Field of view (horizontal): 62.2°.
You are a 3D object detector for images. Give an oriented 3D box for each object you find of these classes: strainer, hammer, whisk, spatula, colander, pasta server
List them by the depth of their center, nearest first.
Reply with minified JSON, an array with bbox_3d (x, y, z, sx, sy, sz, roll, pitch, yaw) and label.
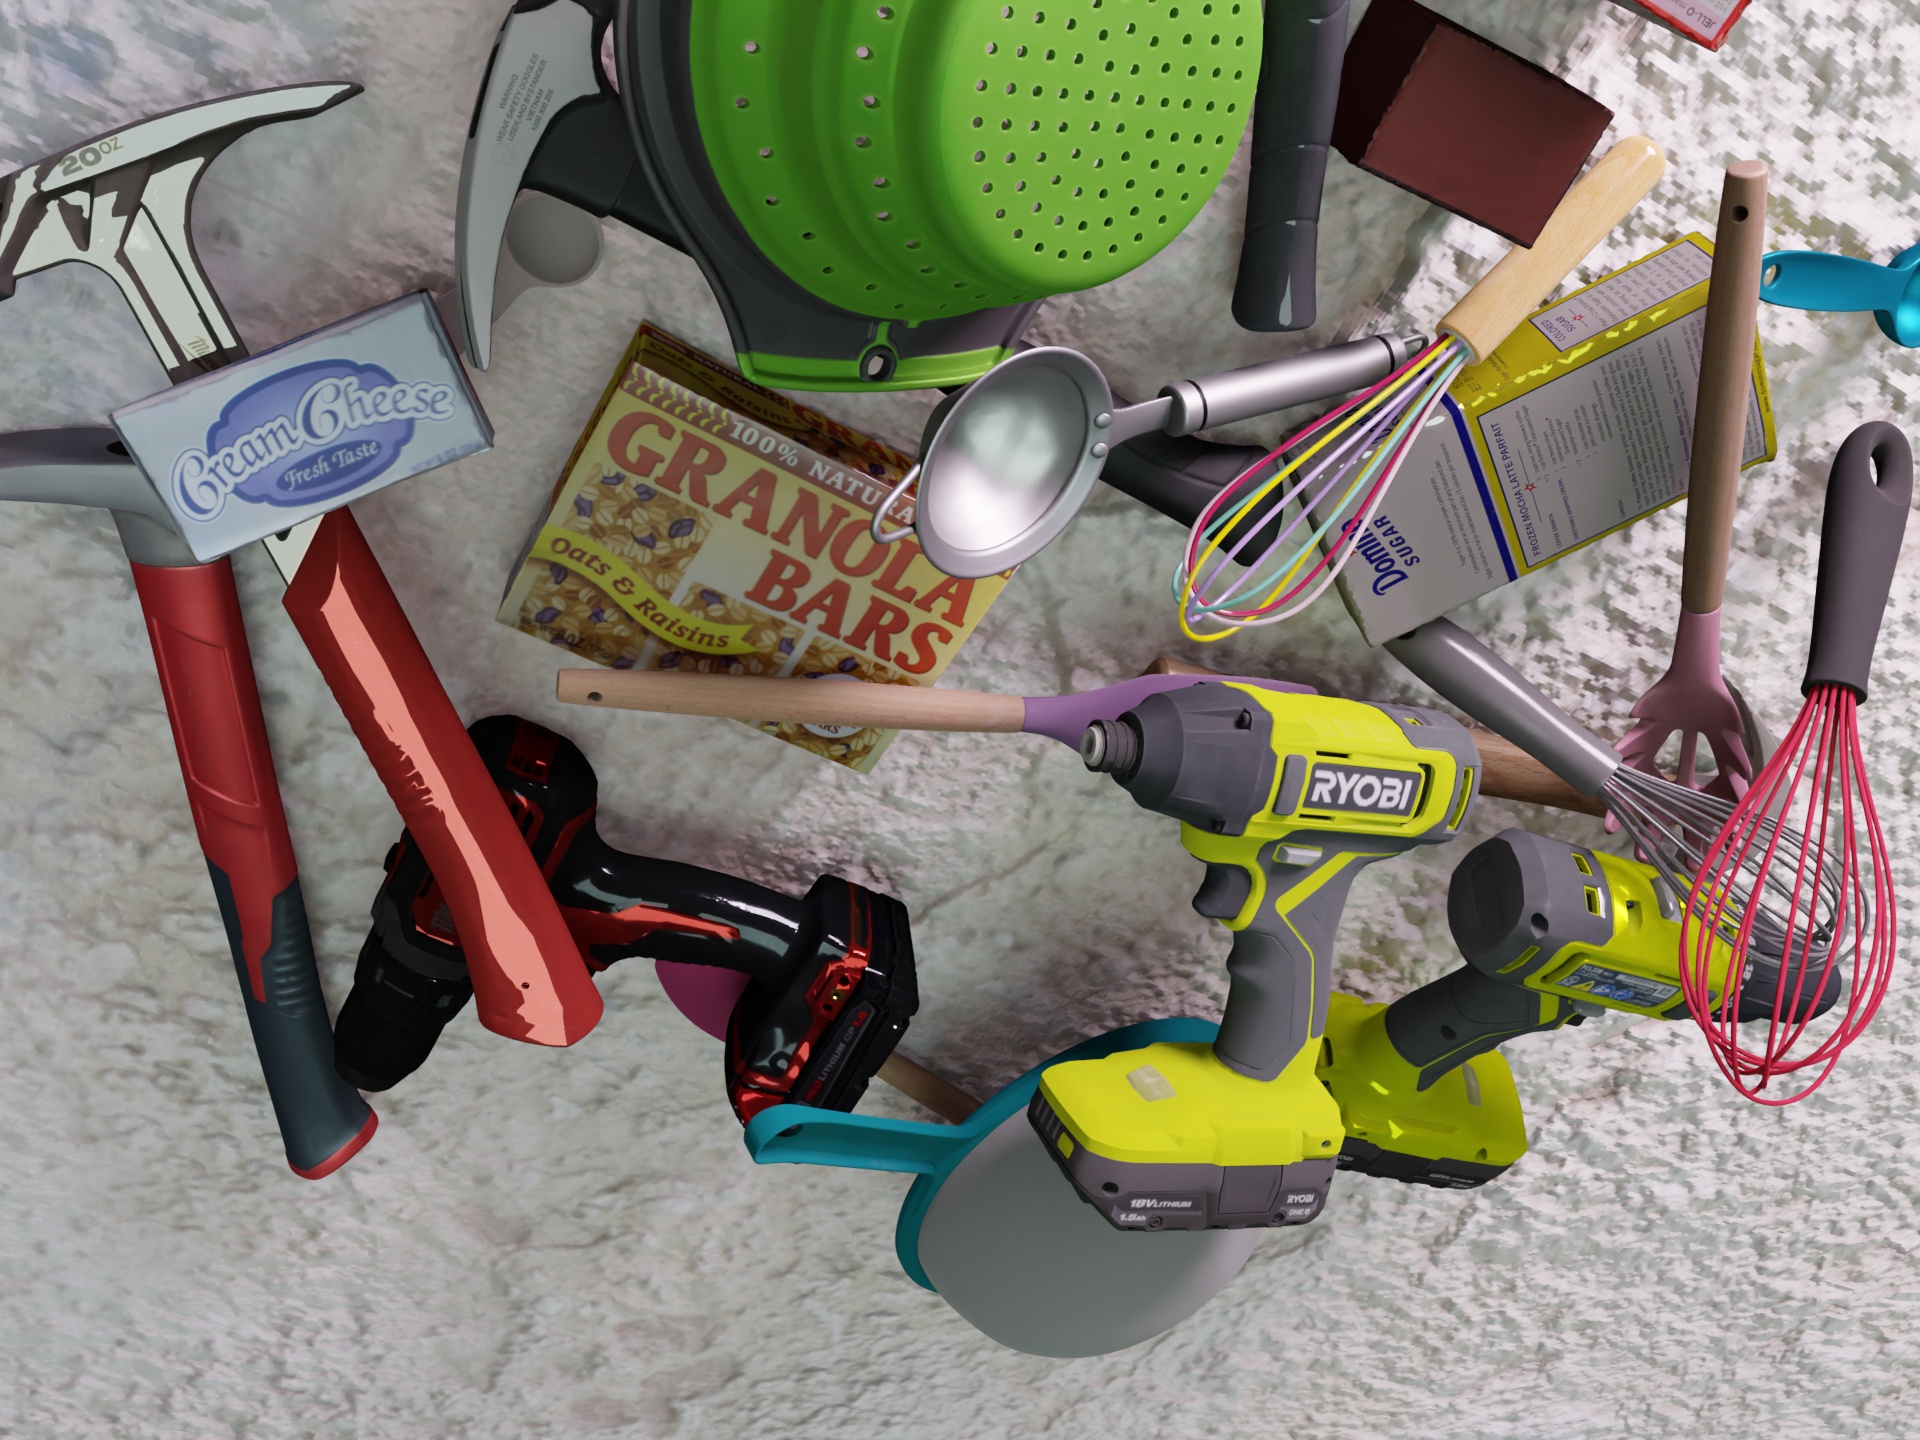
[{"bbox_3d":[0.031,-0.255,0.404,0.204,0.095,0.396,-10,128,-33],"label":"colander"},{"bbox_3d":[0.100,-0.274,0.432,0.036,0.149,0.408,-6,143,0],"label":"hammer"},{"bbox_3d":[-0.014,-0.131,0.565,0.334,0.035,0.146,23,95,-28],"label":"hammer"},{"bbox_3d":[0.071,-0.109,0.569,0.258,0.050,0.086,-18,136,-25],"label":"strainer"},{"bbox_3d":[-0.206,-0.032,0.572,0.149,0.037,0.358,-24,116,-8],"label":"hammer"},{"bbox_3d":[0.166,-0.120,0.582,0.245,0.051,0.047,-45,113,-1],"label":"whisk"},{"bbox_3d":[0.335,0.006,0.617,0.073,0.296,0.073,19,160,7],"label":"whisk"},{"bbox_3d":[0.292,-0.063,0.625,0.060,0.040,0.315,11,137,28],"label":"pasta server"},{"bbox_3d":[-0.001,-0.002,0.642,0.315,0.018,0.059,4,126,-18],"label":"spatula"},{"bbox_3d":[0.271,0.020,0.668,0.239,0.055,0.055,38,118,9],"label":"whisk"},{"bbox_3d":[-0.318,0.058,0.676,0.143,0.038,0.386,1,126,-7],"label":"hammer"},{"bbox_3d":[0.237,0.017,0.732,0.331,0.031,0.130,12,123,-16],"label":"hammer"},{"bbox_3d":[0.040,0.237,0.755,0.340,0.095,0.211,23,113,-46],"label":"strainer"}]

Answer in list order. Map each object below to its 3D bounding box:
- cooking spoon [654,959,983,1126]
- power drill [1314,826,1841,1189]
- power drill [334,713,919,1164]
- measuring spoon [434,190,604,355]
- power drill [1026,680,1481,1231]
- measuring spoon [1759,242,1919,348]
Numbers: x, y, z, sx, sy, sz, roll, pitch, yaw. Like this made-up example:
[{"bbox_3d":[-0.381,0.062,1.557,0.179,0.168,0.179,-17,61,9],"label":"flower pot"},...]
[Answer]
[{"bbox_3d":[-0.025,0.186,0.824,0.068,0.017,0.318,-44,120,14],"label":"cooking spoon"},{"bbox_3d":[0.277,0.144,0.762,0.190,0.080,0.228,16,139,-18],"label":"power drill"},{"bbox_3d":[-0.152,0.117,0.707,0.226,0.080,0.188,26,111,-18],"label":"power drill"},{"bbox_3d":[-0.175,-0.148,0.565,0.124,0.018,0.034,-30,125,22],"label":"measuring spoon"},{"bbox_3d":[0.110,0.095,0.666,0.171,0.080,0.223,6,106,-23],"label":"power drill"},{"bbox_3d":[0.333,-0.166,0.602,0.128,0.021,0.042,-3,117,-27],"label":"measuring spoon"}]
